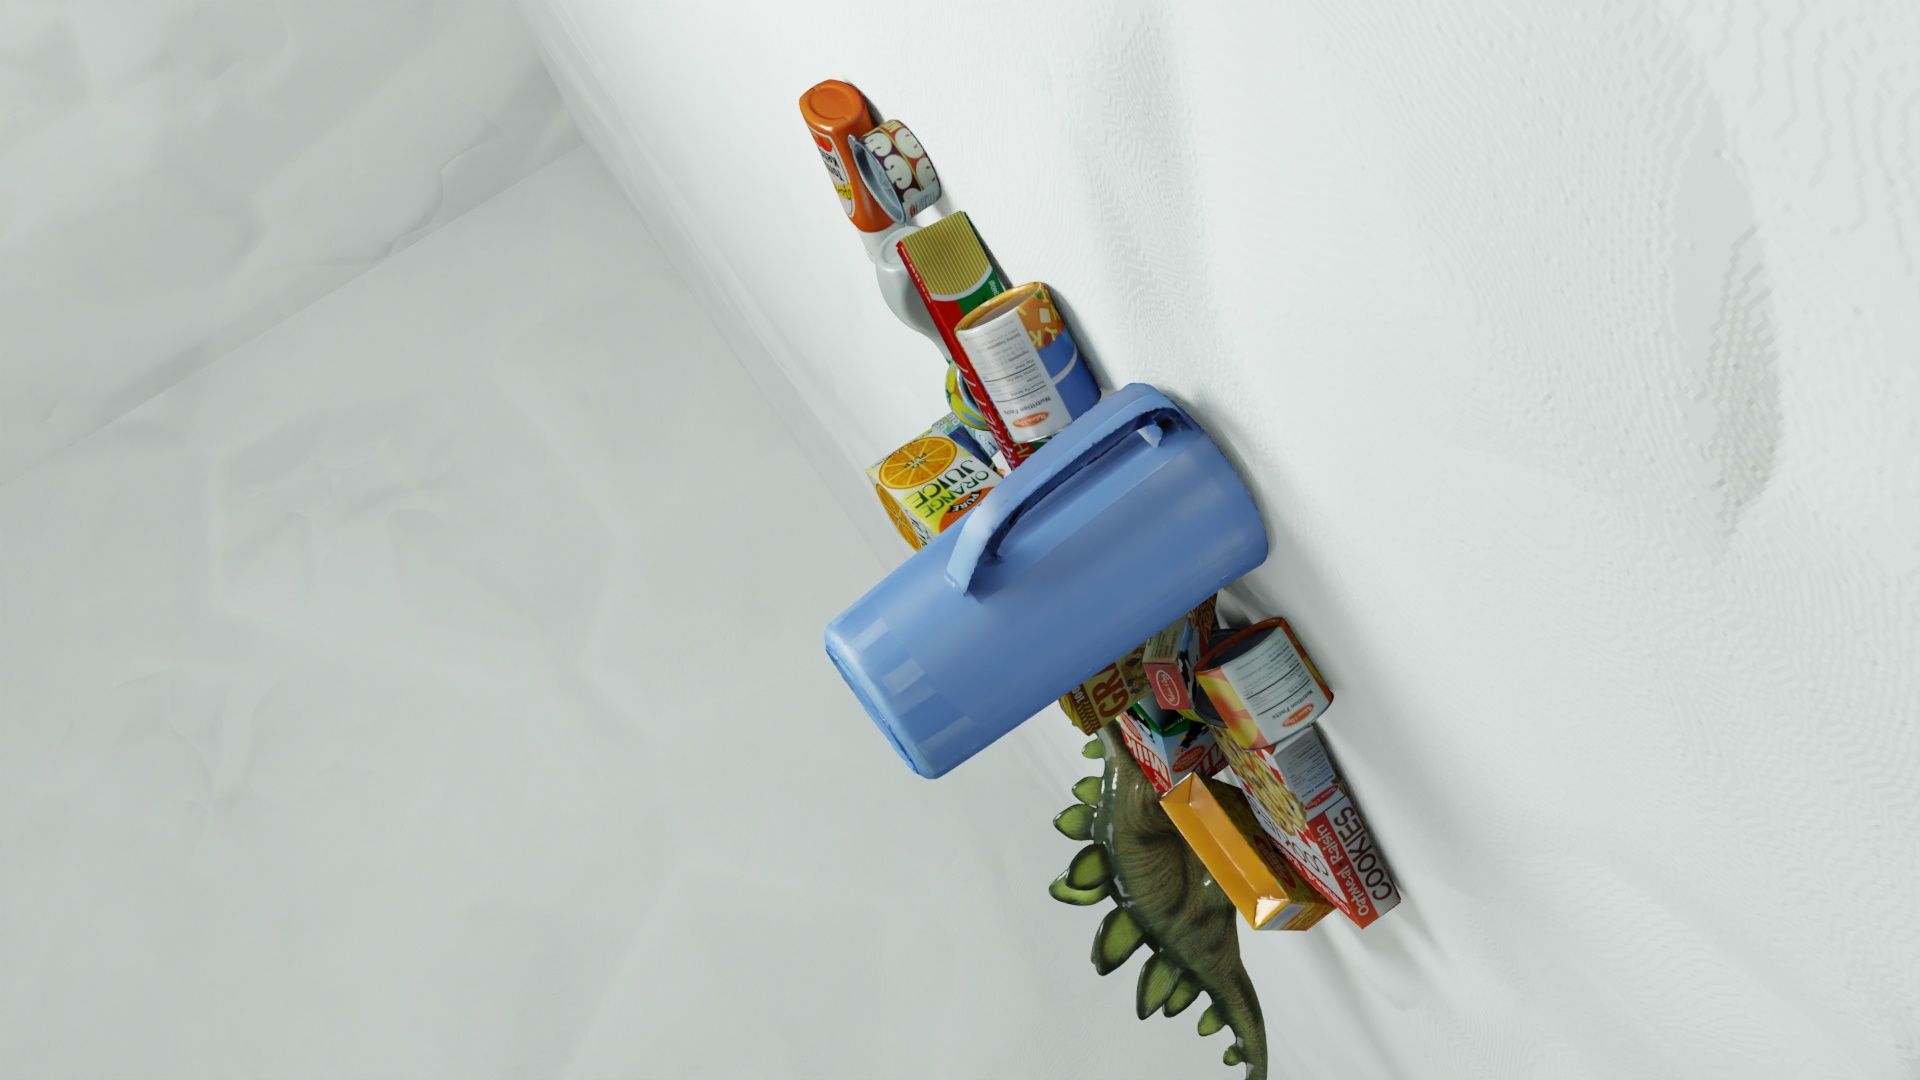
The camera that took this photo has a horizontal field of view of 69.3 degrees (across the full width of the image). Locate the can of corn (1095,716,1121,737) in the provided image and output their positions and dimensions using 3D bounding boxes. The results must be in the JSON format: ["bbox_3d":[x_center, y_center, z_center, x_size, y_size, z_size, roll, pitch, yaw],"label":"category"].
[{"bbox_3d":[0.170,0.184,1.348,0.058,0.071,0.071,52,171,24],"label":"can of corn"}]

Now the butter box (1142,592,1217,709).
[{"bbox_3d":[0.143,0.052,0.895,0.024,0.104,0.053,-1,139,25],"label":"butter box"}]

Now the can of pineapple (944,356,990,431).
[{"bbox_3d":[0.023,-0.116,1.007,0.071,0.071,0.058,57,171,-4],"label":"can of pineapple"}]

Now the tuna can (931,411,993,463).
[{"bbox_3d":[0.001,-0.096,1.347,0.071,0.033,0.071,54,172,12],"label":"tuna can"}]

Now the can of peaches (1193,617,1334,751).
[{"bbox_3d":[0.185,0.088,0.859,0.058,0.071,0.071,57,172,-3],"label":"can of peaches"}]

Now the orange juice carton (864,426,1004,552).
[{"bbox_3d":[0.004,-0.014,1.099,0.193,0.072,0.072,42,161,53],"label":"orange juice carton"}]

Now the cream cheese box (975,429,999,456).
[{"bbox_3d":[0.051,-0.067,1.201,0.104,0.024,0.053,53,170,18],"label":"cream cheese box"}]

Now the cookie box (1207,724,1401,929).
[{"bbox_3d":[0.242,0.184,1.004,0.167,0.040,0.123,60,173,-21],"label":"cookie box"}]

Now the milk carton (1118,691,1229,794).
[{"bbox_3d":[0.177,0.149,1.133,0.073,0.072,0.189,50,170,33],"label":"milk carton"}]

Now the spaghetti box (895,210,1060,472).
[{"bbox_3d":[0.035,-0.105,0.956,0.250,0.050,0.028,62,172,-1],"label":"spaghetti box"}]

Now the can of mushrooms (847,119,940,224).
[{"bbox_3d":[-0.046,-0.260,0.971,0.071,0.033,0.071,55,173,11],"label":"can of mushrooms"}]

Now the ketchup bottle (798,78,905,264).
[{"bbox_3d":[-0.074,-0.273,1.050,0.065,0.043,0.148,51,171,37],"label":"ketchup bottle"}]

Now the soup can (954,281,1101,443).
[{"bbox_3d":[0.044,-0.116,0.898,0.083,0.071,0.071,60,171,-20],"label":"soup can"}]

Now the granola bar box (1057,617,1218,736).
[{"bbox_3d":[0.106,0.045,0.954,0.039,0.124,0.164,46,167,44],"label":"granola bar box"}]

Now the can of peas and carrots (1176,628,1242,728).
[{"bbox_3d":[0.177,0.094,0.946,0.071,0.071,0.058,56,172,0],"label":"can of peas and carrots"}]

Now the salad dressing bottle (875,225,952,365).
[{"bbox_3d":[-0.013,-0.171,1.044,0.044,0.064,0.147,37,169,39],"label":"salad dressing bottle"}]

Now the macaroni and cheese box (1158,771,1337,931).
[{"bbox_3d":[0.237,0.254,1.123,0.124,0.040,0.166,54,-167,29],"label":"macaroni and cheese box"}]

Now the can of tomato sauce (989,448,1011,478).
[{"bbox_3d":[0.073,-0.046,1.008,0.083,0.071,0.071,56,172,0],"label":"can of tomato sauce"}]
